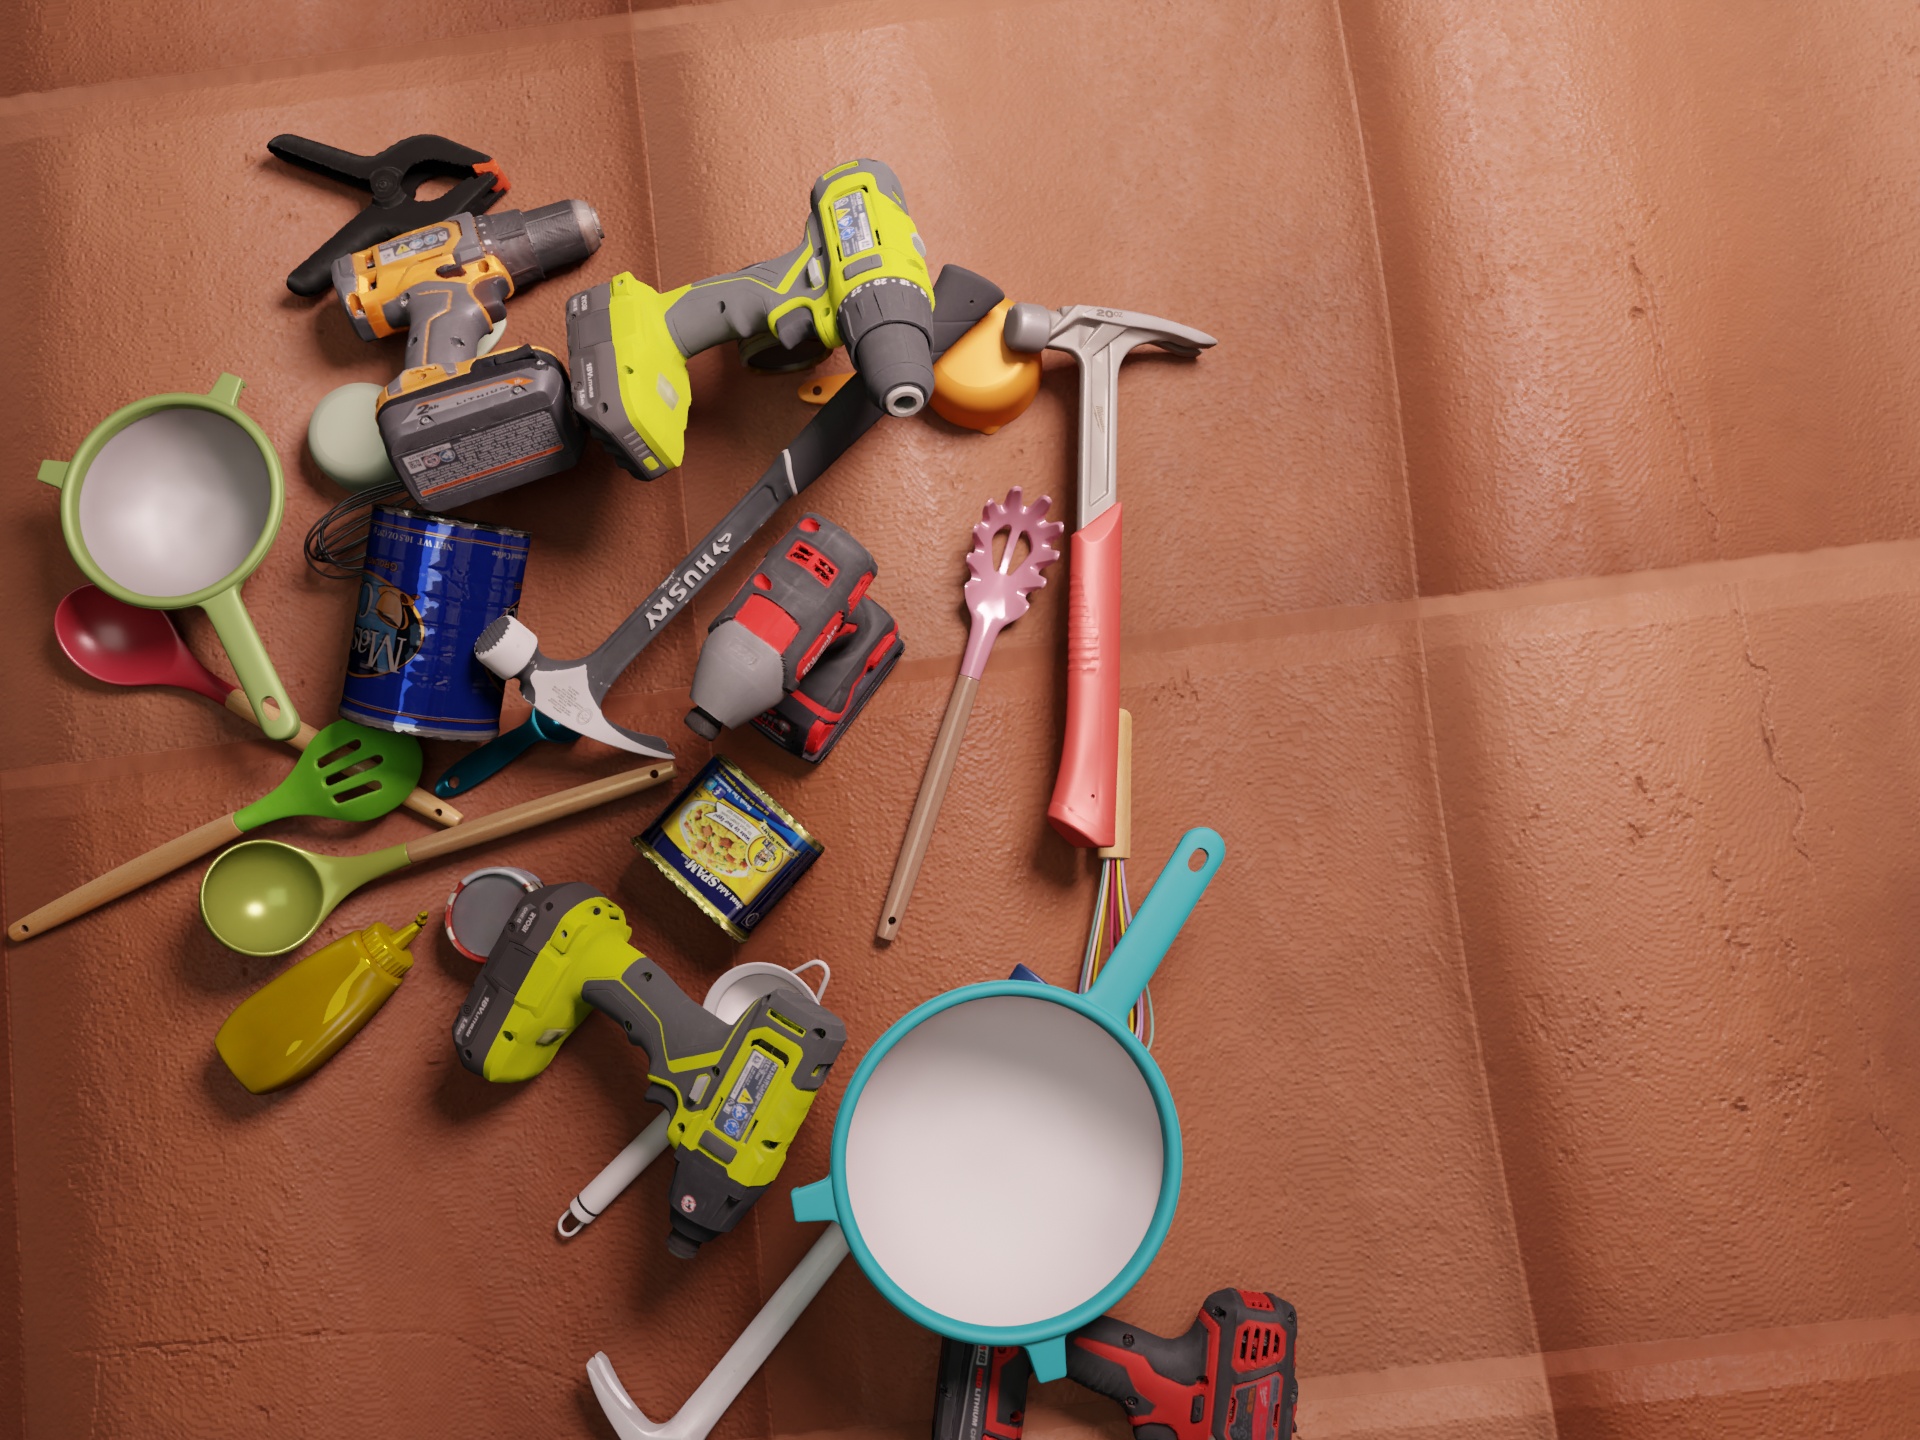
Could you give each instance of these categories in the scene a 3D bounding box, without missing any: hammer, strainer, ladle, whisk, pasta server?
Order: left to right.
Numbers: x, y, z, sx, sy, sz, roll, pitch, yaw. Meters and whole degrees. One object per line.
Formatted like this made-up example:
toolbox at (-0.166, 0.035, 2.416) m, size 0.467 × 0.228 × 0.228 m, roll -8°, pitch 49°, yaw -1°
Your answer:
strainer at (-0.504, -0.098, 1.090) m, size 0.151 × 0.069 × 0.256 m, roll -28°, pitch 84°, yaw -3°
ladle at (-0.481, -0.005, 1.100) m, size 0.315 × 0.031 × 0.069 m, roll 28°, pitch 93°, yaw 3°
ladle at (-0.345, 0.081, 1.059) m, size 0.320 × 0.062 × 0.078 m, roll -18°, pitch 87°, yaw -2°
whisk at (-0.345, -0.168, 1.105) m, size 0.239 × 0.055 × 0.055 m, roll -30°, pitch 83°, yaw -6°
strainer at (-0.175, 0.248, 1.051) m, size 0.258 × 0.050 × 0.087 m, roll -45°, pitch 83°, yaw 3°
hammer at (-0.122, -0.144, 1.045) m, size 0.409 × 0.036 × 0.149 m, roll -45°, pitch 125°, yaw -1°
hammer at (-0.076, 0.326, 1.039) m, size 0.144 × 0.035 × 0.405 m, roll 39°, pitch 86°, yaw 6°
pasta server at (-0.002, -0.003, 1.073) m, size 0.060 × 0.040 × 0.316 m, roll 18°, pitch 86°, yaw -5°
strainer at (0.057, 0.212, 0.989) m, size 0.211 × 0.095 × 0.340 m, roll 34°, pitch 79°, yaw -4°
hammer at (0.098, -0.096, 1.054) m, size 0.149 × 0.037 × 0.359 m, roll 4°, pitch 83°, yaw -21°
whisk at (0.104, 0.113, 1.054) m, size 0.051 × 0.047 × 0.245 m, roll 1°, pitch 80°, yaw 3°

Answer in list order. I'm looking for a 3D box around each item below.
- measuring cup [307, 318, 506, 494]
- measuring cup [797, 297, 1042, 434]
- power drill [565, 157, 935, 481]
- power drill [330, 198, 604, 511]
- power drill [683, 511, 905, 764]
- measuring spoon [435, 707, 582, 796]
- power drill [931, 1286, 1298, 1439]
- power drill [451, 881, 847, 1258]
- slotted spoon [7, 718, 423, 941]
measuring cup at (-0.386, -0.230, 1.114) m, size 0.167 × 0.038 × 0.083 m, roll -44°, pitch 84°, yaw -1°
measuring cup at (-0.029, -0.244, 1.094) m, size 0.173 × 0.052 × 0.095 m, roll -8°, pitch 83°, yaw -1°
power drill at (-0.124, -0.237, 0.993) m, size 0.228 × 0.080 × 0.191 m, roll -19°, pitch 57°, yaw 11°
power drill at (-0.312, -0.260, 1.064) m, size 0.185 × 0.084 × 0.226 m, roll -20°, pitch 55°, yaw -7°
power drill at (-0.104, -0.040, 0.990) m, size 0.078 × 0.219 × 0.143 m, roll 36°, pitch 86°, yaw 6°
measuring spoon at (-0.307, 0.017, 1.098) m, size 0.128 × 0.021 × 0.042 m, roll -31°, pitch 84°, yaw 8°
power drill at (0.096, 0.447, 1.000) m, size 0.226 × 0.080 × 0.188 m, roll 7°, pitch 84°, yaw 0°
power drill at (-0.203, 0.216, 1.009) m, size 0.223 × 0.080 × 0.171 m, roll 28°, pitch 88°, yaw 20°
slotted spoon at (-0.510, 0.082, 1.080) m, size 0.314 × 0.031 × 0.070 m, roll -25°, pitch 96°, yaw 5°
